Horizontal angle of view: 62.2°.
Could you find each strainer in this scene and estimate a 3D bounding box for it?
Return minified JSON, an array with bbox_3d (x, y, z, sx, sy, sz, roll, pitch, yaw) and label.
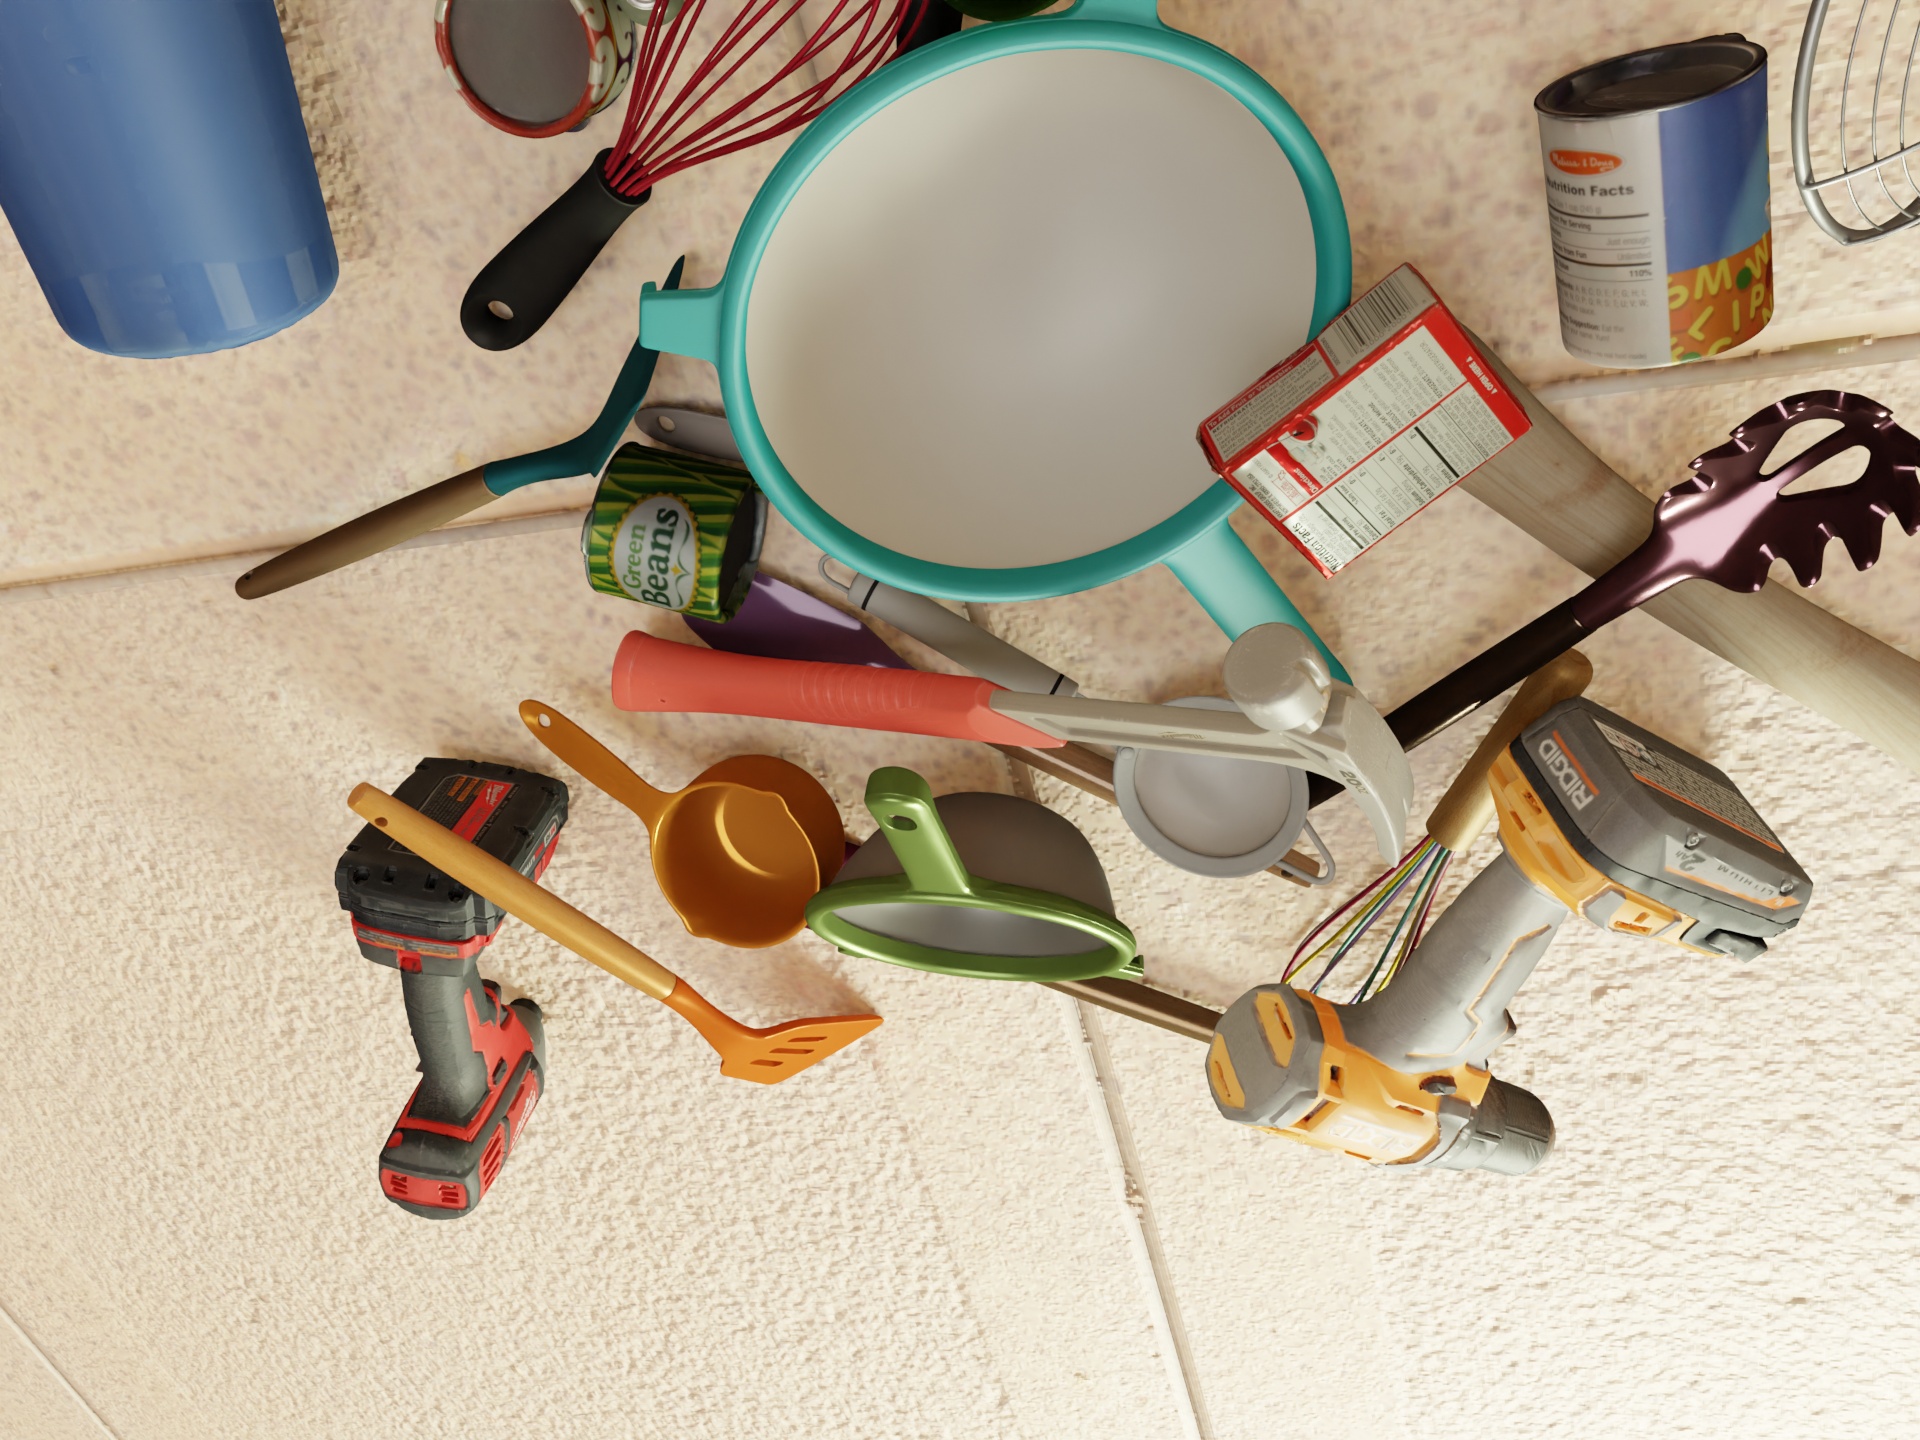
[{"bbox_3d":[0.055,-0.117,0.591,0.211,0.095,0.340,-33,133,17],"label":"strainer"},{"bbox_3d":[-0.001,0.051,0.683,0.151,0.069,0.256,3,157,11],"label":"strainer"},{"bbox_3d":[0.051,-0.008,0.693,0.258,0.050,0.086,30,122,2],"label":"strainer"}]

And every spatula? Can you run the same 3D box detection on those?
[{"bbox_3d":[-0.160,0.111,0.769,0.081,0.041,0.322,-33,130,18],"label":"spatula"},{"bbox_3d":[0.018,0.006,0.726,0.316,0.018,0.059,24,131,0],"label":"spatula"},{"bbox_3d":[-0.230,-0.107,0.700,0.317,0.082,0.044,-16,141,31],"label":"spatula"}]

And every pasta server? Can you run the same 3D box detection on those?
[{"bbox_3d":[0.211,-0.023,0.599,0.060,0.040,0.316,46,138,-2],"label":"pasta server"}]

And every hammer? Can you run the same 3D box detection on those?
[{"bbox_3d":[-0.001,-0.002,0.656,0.359,0.037,0.149,6,158,34],"label":"hammer"},{"bbox_3d":[0.311,-0.022,0.607,0.410,0.038,0.146,30,129,-5],"label":"hammer"}]

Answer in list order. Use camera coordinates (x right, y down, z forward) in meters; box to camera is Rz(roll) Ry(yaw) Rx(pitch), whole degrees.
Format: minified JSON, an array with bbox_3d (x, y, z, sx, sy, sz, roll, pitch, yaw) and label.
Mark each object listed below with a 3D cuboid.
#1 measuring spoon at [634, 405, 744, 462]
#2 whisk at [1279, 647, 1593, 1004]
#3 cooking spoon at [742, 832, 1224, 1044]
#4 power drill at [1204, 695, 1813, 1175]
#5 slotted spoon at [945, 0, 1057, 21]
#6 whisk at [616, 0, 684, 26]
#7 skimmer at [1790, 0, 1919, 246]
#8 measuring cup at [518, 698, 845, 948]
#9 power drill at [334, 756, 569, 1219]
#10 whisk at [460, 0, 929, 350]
[{"bbox_3d":[-0.080,-0.120,0.670,0.124,0.018,0.034,13,134,16],"label":"measuring spoon"},{"bbox_3d":[0.201,0.066,0.700,0.047,0.051,0.244,27,125,4],"label":"whisk"},{"bbox_3d":[0.038,0.124,0.803,0.319,0.017,0.068,18,128,4],"label":"cooking spoon"},{"bbox_3d":[0.239,0.112,0.670,0.185,0.084,0.226,22,122,-28],"label":"power drill"},{"bbox_3d":[-0.065,-0.309,0.448,0.314,0.031,0.070,47,126,12],"label":"slotted spoon"},{"bbox_3d":[-0.167,-0.341,0.516,0.058,0.059,0.246,-34,117,3],"label":"whisk"},{"bbox_3d":[0.189,-0.296,0.435,0.363,0.127,0.090,48,168,-5],"label":"skimmer"},{"bbox_3d":[-0.133,0.035,0.773,0.173,0.052,0.095,36,118,4],"label":"measuring cup"},{"bbox_3d":[-0.256,0.137,0.832,0.078,0.143,0.219,10,120,4],"label":"power drill"},{"bbox_3d":[-0.110,-0.202,0.564,0.073,0.073,0.296,47,139,-18],"label":"whisk"}]
